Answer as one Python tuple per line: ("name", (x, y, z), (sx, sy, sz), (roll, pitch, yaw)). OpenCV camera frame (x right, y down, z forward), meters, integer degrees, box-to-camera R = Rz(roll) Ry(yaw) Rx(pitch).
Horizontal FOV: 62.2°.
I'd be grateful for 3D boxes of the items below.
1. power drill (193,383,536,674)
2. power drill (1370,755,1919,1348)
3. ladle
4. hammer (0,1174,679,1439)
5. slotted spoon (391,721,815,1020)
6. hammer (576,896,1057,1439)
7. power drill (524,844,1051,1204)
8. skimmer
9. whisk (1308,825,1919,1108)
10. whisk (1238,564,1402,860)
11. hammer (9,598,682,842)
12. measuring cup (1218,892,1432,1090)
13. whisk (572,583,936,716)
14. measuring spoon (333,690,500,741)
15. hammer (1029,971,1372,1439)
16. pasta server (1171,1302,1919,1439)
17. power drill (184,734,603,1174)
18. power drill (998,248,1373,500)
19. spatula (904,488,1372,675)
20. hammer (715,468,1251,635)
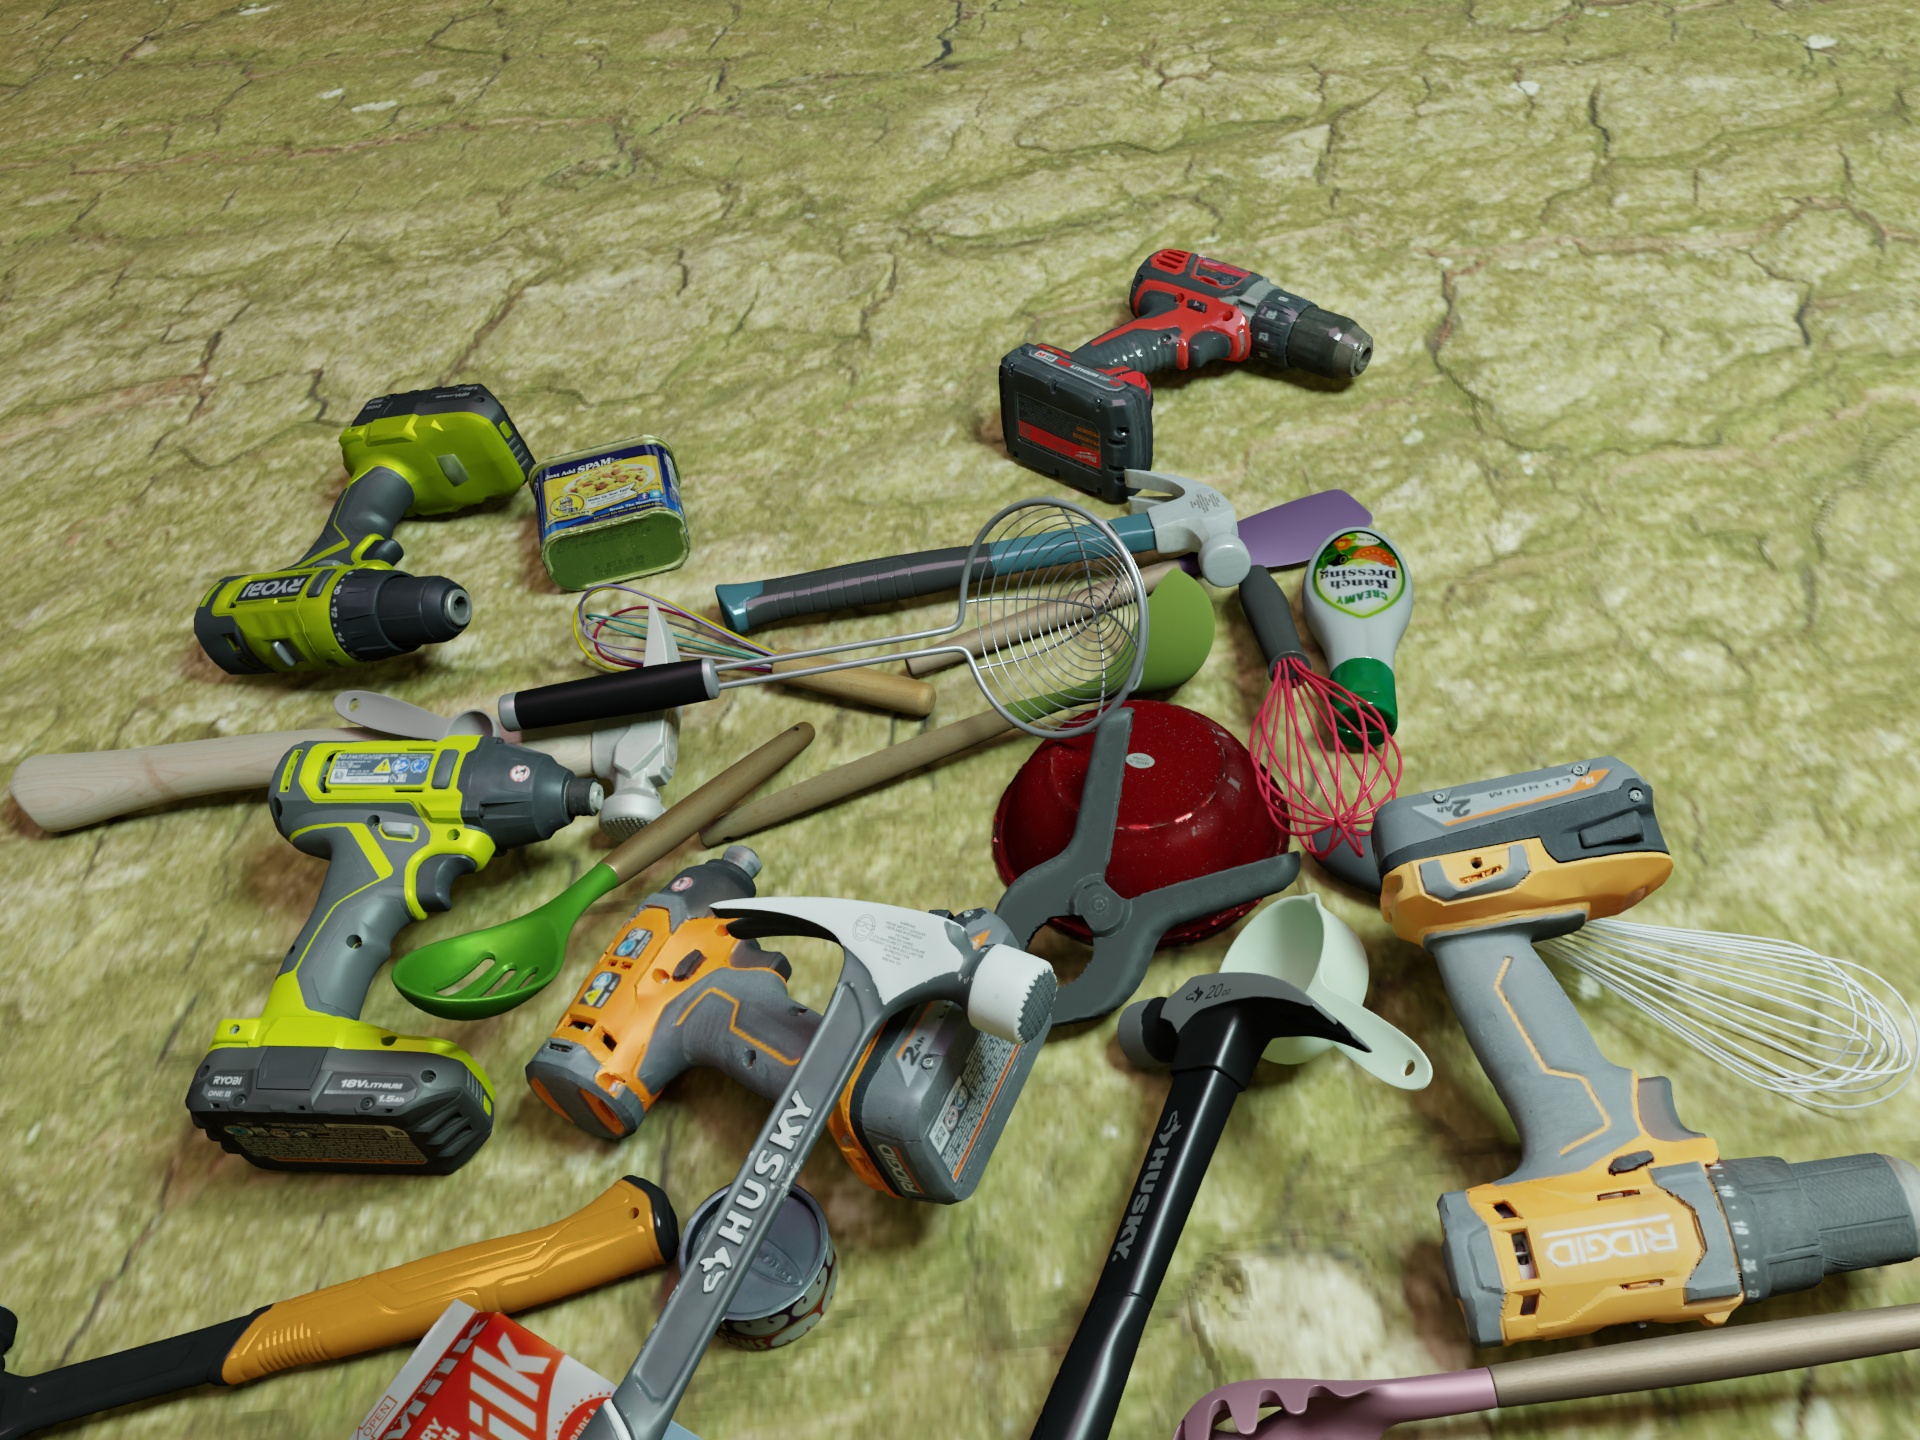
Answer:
("power drill", (-0.375, -0.124, 1.057), (0.190, 0.080, 0.229), (-3, 46, 22))
("power drill", (0.278, 0.133, 0.664), (0.185, 0.084, 0.226), (-12, 64, 11))
("ladle", (-0.001, -0.003, 0.907), (0.320, 0.078, 0.062), (-21, 68, -4))
("hammer", (-0.289, 0.274, 0.697), (0.337, 0.034, 0.127), (-15, 45, -5))
("slotted spoon", (-0.164, 0.069, 0.818), (0.070, 0.031, 0.314), (12, 29, 26))
("hammer", (-0.116, 0.240, 0.581), (0.149, 0.036, 0.409), (17, 62, 26))
("power drill", (-0.077, 0.131, 0.753), (0.226, 0.084, 0.164), (4, 45, 31))
("skimmer", (-0.081, -0.032, 0.849), (0.363, 0.127, 0.090), (-9, 2, 6))
("whisk", (0.295, 0.106, 0.754), (0.285, 0.070, 0.070), (20, 52, 33))
("whisk", (0.180, -0.019, 0.852), (0.073, 0.073, 0.296), (-5, 28, 4))
("hammer", (-0.366, 0.013, 0.946), (0.410, 0.038, 0.146), (-4, 61, 8))
("measuring cup", (0.169, 0.132, 0.702), (0.083, 0.038, 0.168), (-57, 20, 0))
("whisk", (-0.131, -0.036, 0.975), (0.245, 0.051, 0.047), (14, 71, 16))
("measuring spoon", (-0.312, 0.003, 0.915), (0.124, 0.018, 0.034), (13, 76, 25))
("hammer", (0.061, 0.244, 0.628), (0.035, 0.146, 0.335), (38, 58, -15))
("pasta server", (0.230, 0.255, 0.600), (0.316, 0.060, 0.040), (-11, 29, 6))
("power drill", (-0.282, 0.107, 0.806), (0.171, 0.080, 0.223), (0, 54, 5))
("power drill", (0.156, -0.244, 1.104), (0.188, 0.080, 0.227), (29, 54, 32))
("spatula", (0.114, -0.085, 0.991), (0.316, 0.018, 0.060), (-20, 43, -11))
("hammer", (0.007, -0.098, 0.999), (0.331, 0.033, 0.128), (-10, 32, 4))
